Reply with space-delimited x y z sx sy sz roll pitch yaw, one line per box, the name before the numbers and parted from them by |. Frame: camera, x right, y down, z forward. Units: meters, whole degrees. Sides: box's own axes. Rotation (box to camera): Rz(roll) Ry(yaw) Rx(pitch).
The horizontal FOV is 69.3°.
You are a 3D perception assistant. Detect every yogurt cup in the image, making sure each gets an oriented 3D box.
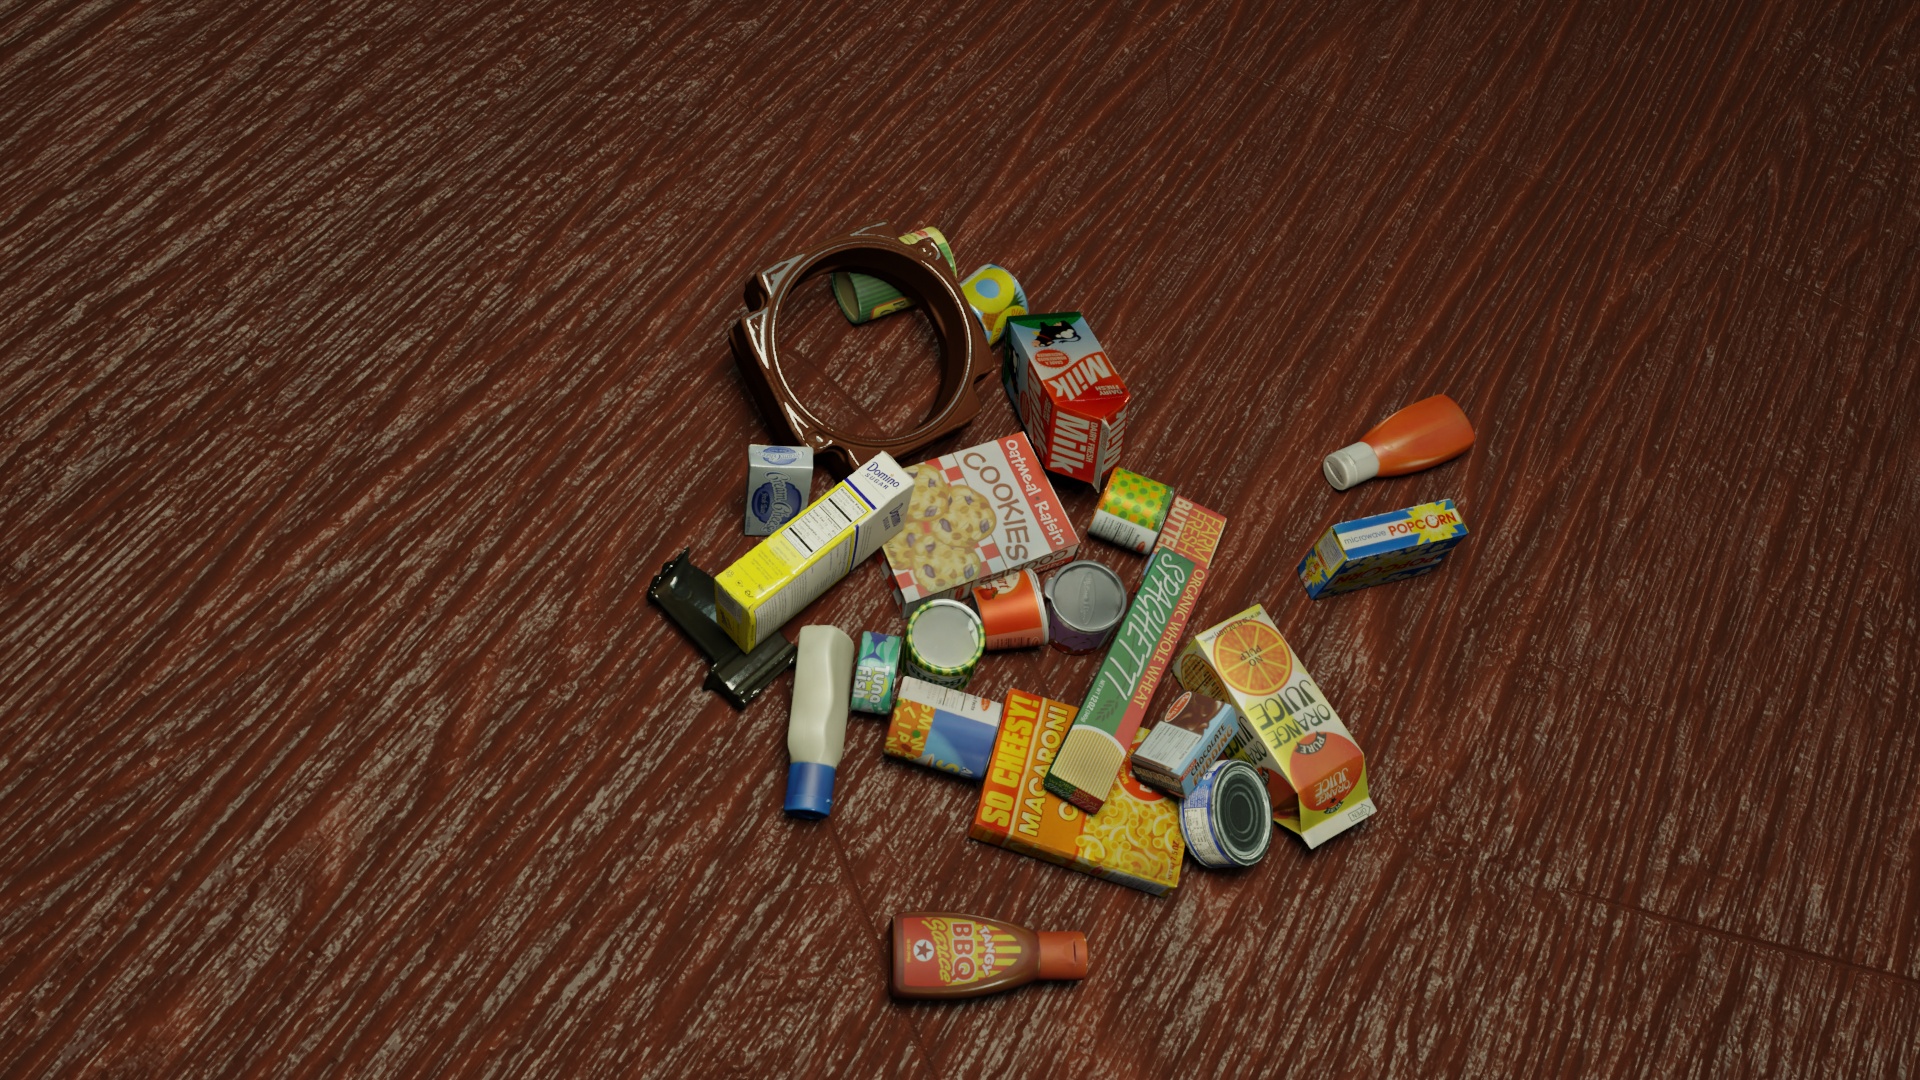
yogurt cup | 0.041 0.062 1.179 0.054 0.072 0.072 -12 65 -7

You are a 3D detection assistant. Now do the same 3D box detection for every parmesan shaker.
parmesan shaker | -0.065 -0.253 1.326 0.103 0.071 0.071 -23 69 -19

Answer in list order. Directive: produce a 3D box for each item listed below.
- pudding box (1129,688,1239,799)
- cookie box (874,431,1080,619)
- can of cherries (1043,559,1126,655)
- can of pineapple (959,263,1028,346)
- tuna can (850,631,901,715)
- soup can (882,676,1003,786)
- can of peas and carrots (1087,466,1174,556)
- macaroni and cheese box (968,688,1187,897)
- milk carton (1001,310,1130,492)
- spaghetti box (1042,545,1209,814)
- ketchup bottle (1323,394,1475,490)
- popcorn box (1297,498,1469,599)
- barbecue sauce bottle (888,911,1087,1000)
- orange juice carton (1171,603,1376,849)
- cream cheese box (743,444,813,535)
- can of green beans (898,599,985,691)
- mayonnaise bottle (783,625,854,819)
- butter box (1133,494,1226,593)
pudding box | 0.180 0.162 1.112 0.049 0.030 0.084 15 49 40
cookie box | 0.004 -0.015 1.226 0.168 0.040 0.123 -18 67 -17
can of cherries | 0.101 0.057 1.194 0.071 0.058 0.072 4 63 -8
can of pineapple | 0.023 -0.220 1.321 0.071 0.070 0.058 42 65 13
tuna can | -0.069 0.109 1.131 0.033 0.070 0.071 9 62 -3
soup can | -0.015 0.154 1.120 0.084 0.071 0.071 16 61 0
can of peas and carrots | 0.153 -0.029 1.244 0.059 0.070 0.071 21 61 2
macaroni and cheese box | 0.102 0.204 1.127 0.166 0.040 0.124 17 60 -1
milk carton | 0.098 -0.126 1.244 0.073 0.072 0.191 -6 41 -13
spaghetti box | 0.141 0.108 1.150 0.050 0.028 0.251 28 57 5
ketchup bottle | 0.419 -0.090 1.334 0.149 0.043 0.065 -21 67 -19
popcorn box | 0.379 0.009 1.252 0.127 0.084 0.038 -12 65 -15
barbecue sauce bottle | 0.021 0.315 1.053 0.149 0.043 0.065 3 61 -9
orange juice carton | 0.265 0.159 1.161 0.072 0.072 0.193 -24 70 -20
cream cheese box | -0.155 -0.041 1.176 0.053 0.103 0.024 1 56 -11
can of green beans | -0.016 0.090 1.157 0.071 0.057 0.071 4 62 -8
mayonnaise bottle | -0.114 0.146 1.110 0.041 0.064 0.148 -1 65 14
butter box | 0.199 0.013 1.253 0.053 0.024 0.104 25 62 3
